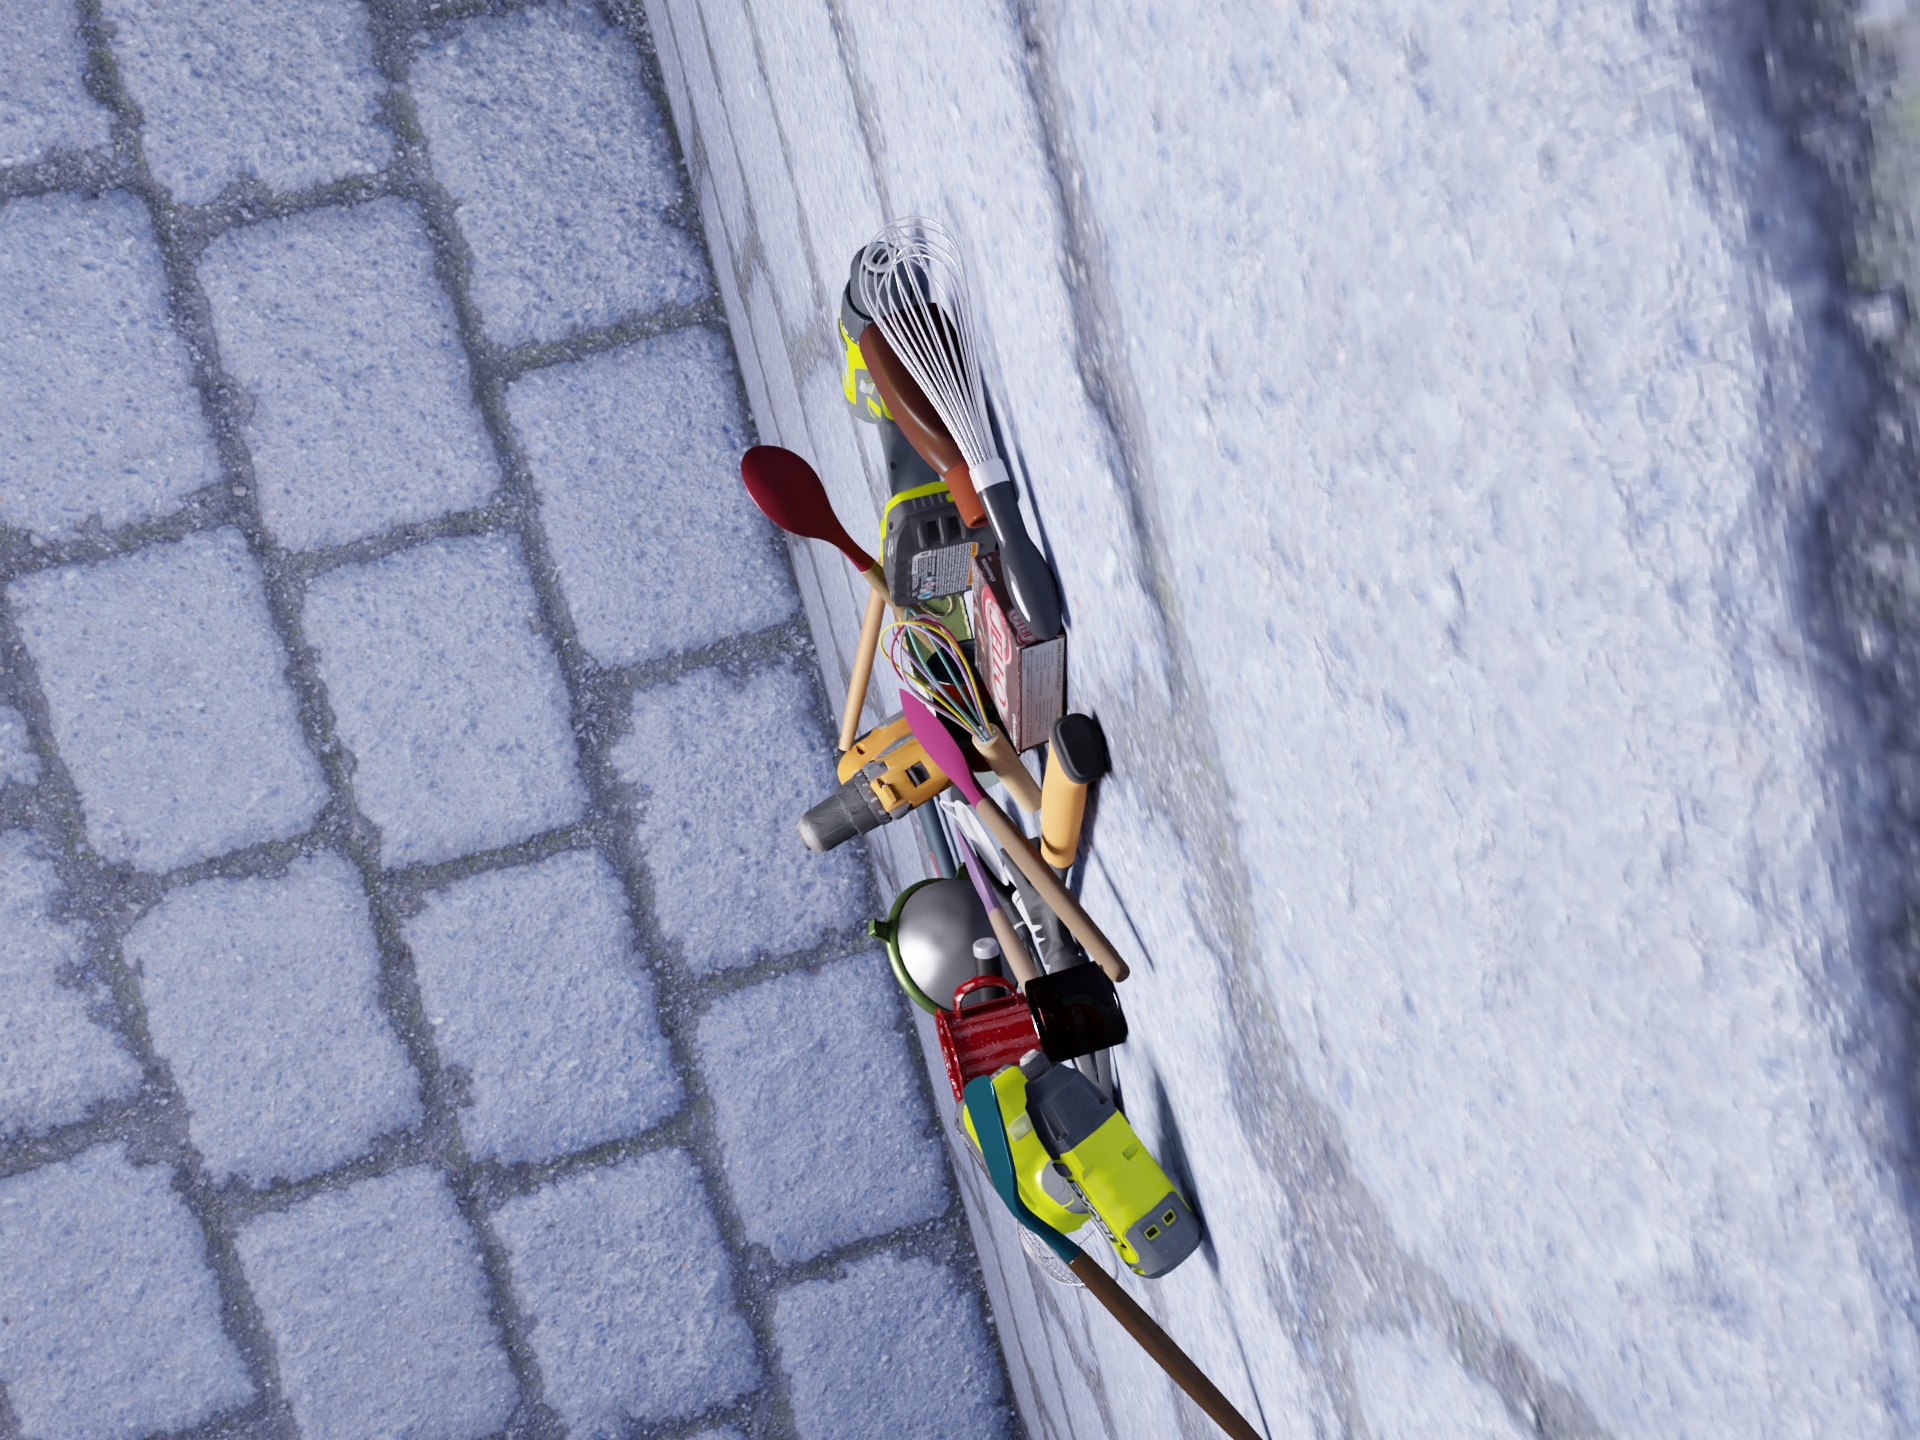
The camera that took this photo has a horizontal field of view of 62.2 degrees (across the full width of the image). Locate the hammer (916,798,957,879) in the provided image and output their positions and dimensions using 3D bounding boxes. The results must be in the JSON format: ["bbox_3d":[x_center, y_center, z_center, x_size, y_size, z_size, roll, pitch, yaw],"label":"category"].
[{"bbox_3d":[-0.001,0.214,1.834,0.143,0.038,0.387,100,153,-69],"label":"hammer"}]

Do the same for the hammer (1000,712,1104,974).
[{"bbox_3d":[0.069,0.080,1.137,0.336,0.034,0.127,91,161,-62],"label":"hammer"}]

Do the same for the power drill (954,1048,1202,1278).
[{"bbox_3d":[0.076,0.318,1.179,0.171,0.080,0.223,54,161,1],"label":"power drill"}]

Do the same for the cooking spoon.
[{"bbox_3d":[0.029,0.076,1.133,0.319,0.017,0.068,50,165,43],"label":"cooking spoon"}]

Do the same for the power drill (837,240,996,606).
[{"bbox_3d":[-0.040,-0.217,1.166,0.190,0.080,0.229,97,159,-72],"label":"power drill"}]

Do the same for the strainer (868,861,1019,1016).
[{"bbox_3d":[0.039,0.250,1.502,0.256,0.151,0.069,54,135,8],"label":"strainer"}]

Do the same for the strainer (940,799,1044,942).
[{"bbox_3d":[0.053,0.144,1.344,0.259,0.050,0.086,59,172,43],"label":"strainer"}]

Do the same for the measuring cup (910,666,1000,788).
[{"bbox_3d":[-0.002,-0.004,1.396,0.168,0.038,0.083,-121,16,-47],"label":"measuring cup"}]

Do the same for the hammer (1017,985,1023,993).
[{"bbox_3d":[0.077,0.399,1.674,0.330,0.033,0.128,88,166,-58],"label":"hammer"}]

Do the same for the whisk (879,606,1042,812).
[{"bbox_3d":[0.007,-0.002,1.148,0.244,0.047,0.051,54,-172,-48],"label":"whisk"}]

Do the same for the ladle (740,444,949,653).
[{"bbox_3d":[-0.059,-0.103,1.225,0.315,0.031,0.069,46,-140,-40],"label":"ladle"}]

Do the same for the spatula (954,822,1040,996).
[{"bbox_3d":[0.037,0.178,1.353,0.316,0.018,0.059,-119,8,-58],"label":"spatula"}]

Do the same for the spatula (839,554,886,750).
[{"bbox_3d":[-0.086,-0.128,1.516,0.081,0.041,0.322,-134,56,-73],"label":"spatula"}]

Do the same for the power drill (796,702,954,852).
[{"bbox_3d":[-0.075,0.057,1.534,0.084,0.185,0.226,58,176,-7],"label":"power drill"}]

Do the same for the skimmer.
[{"bbox_3d":[0.078,0.358,1.449,0.127,0.090,0.363,-98,-1,-71],"label":"skimmer"}]

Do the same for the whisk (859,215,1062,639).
[{"bbox_3d":[0.008,-0.185,1.004,0.070,0.070,0.284,141,108,-81],"label":"whisk"}]

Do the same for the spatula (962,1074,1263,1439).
[{"bbox_3d":[0.104,0.378,1.088,0.317,0.044,0.082,46,156,6],"label":"spatula"}]

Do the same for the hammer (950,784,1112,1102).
[{"bbox_3d":[0.059,0.194,1.412,0.409,0.036,0.149,-114,13,-46],"label":"hammer"}]
